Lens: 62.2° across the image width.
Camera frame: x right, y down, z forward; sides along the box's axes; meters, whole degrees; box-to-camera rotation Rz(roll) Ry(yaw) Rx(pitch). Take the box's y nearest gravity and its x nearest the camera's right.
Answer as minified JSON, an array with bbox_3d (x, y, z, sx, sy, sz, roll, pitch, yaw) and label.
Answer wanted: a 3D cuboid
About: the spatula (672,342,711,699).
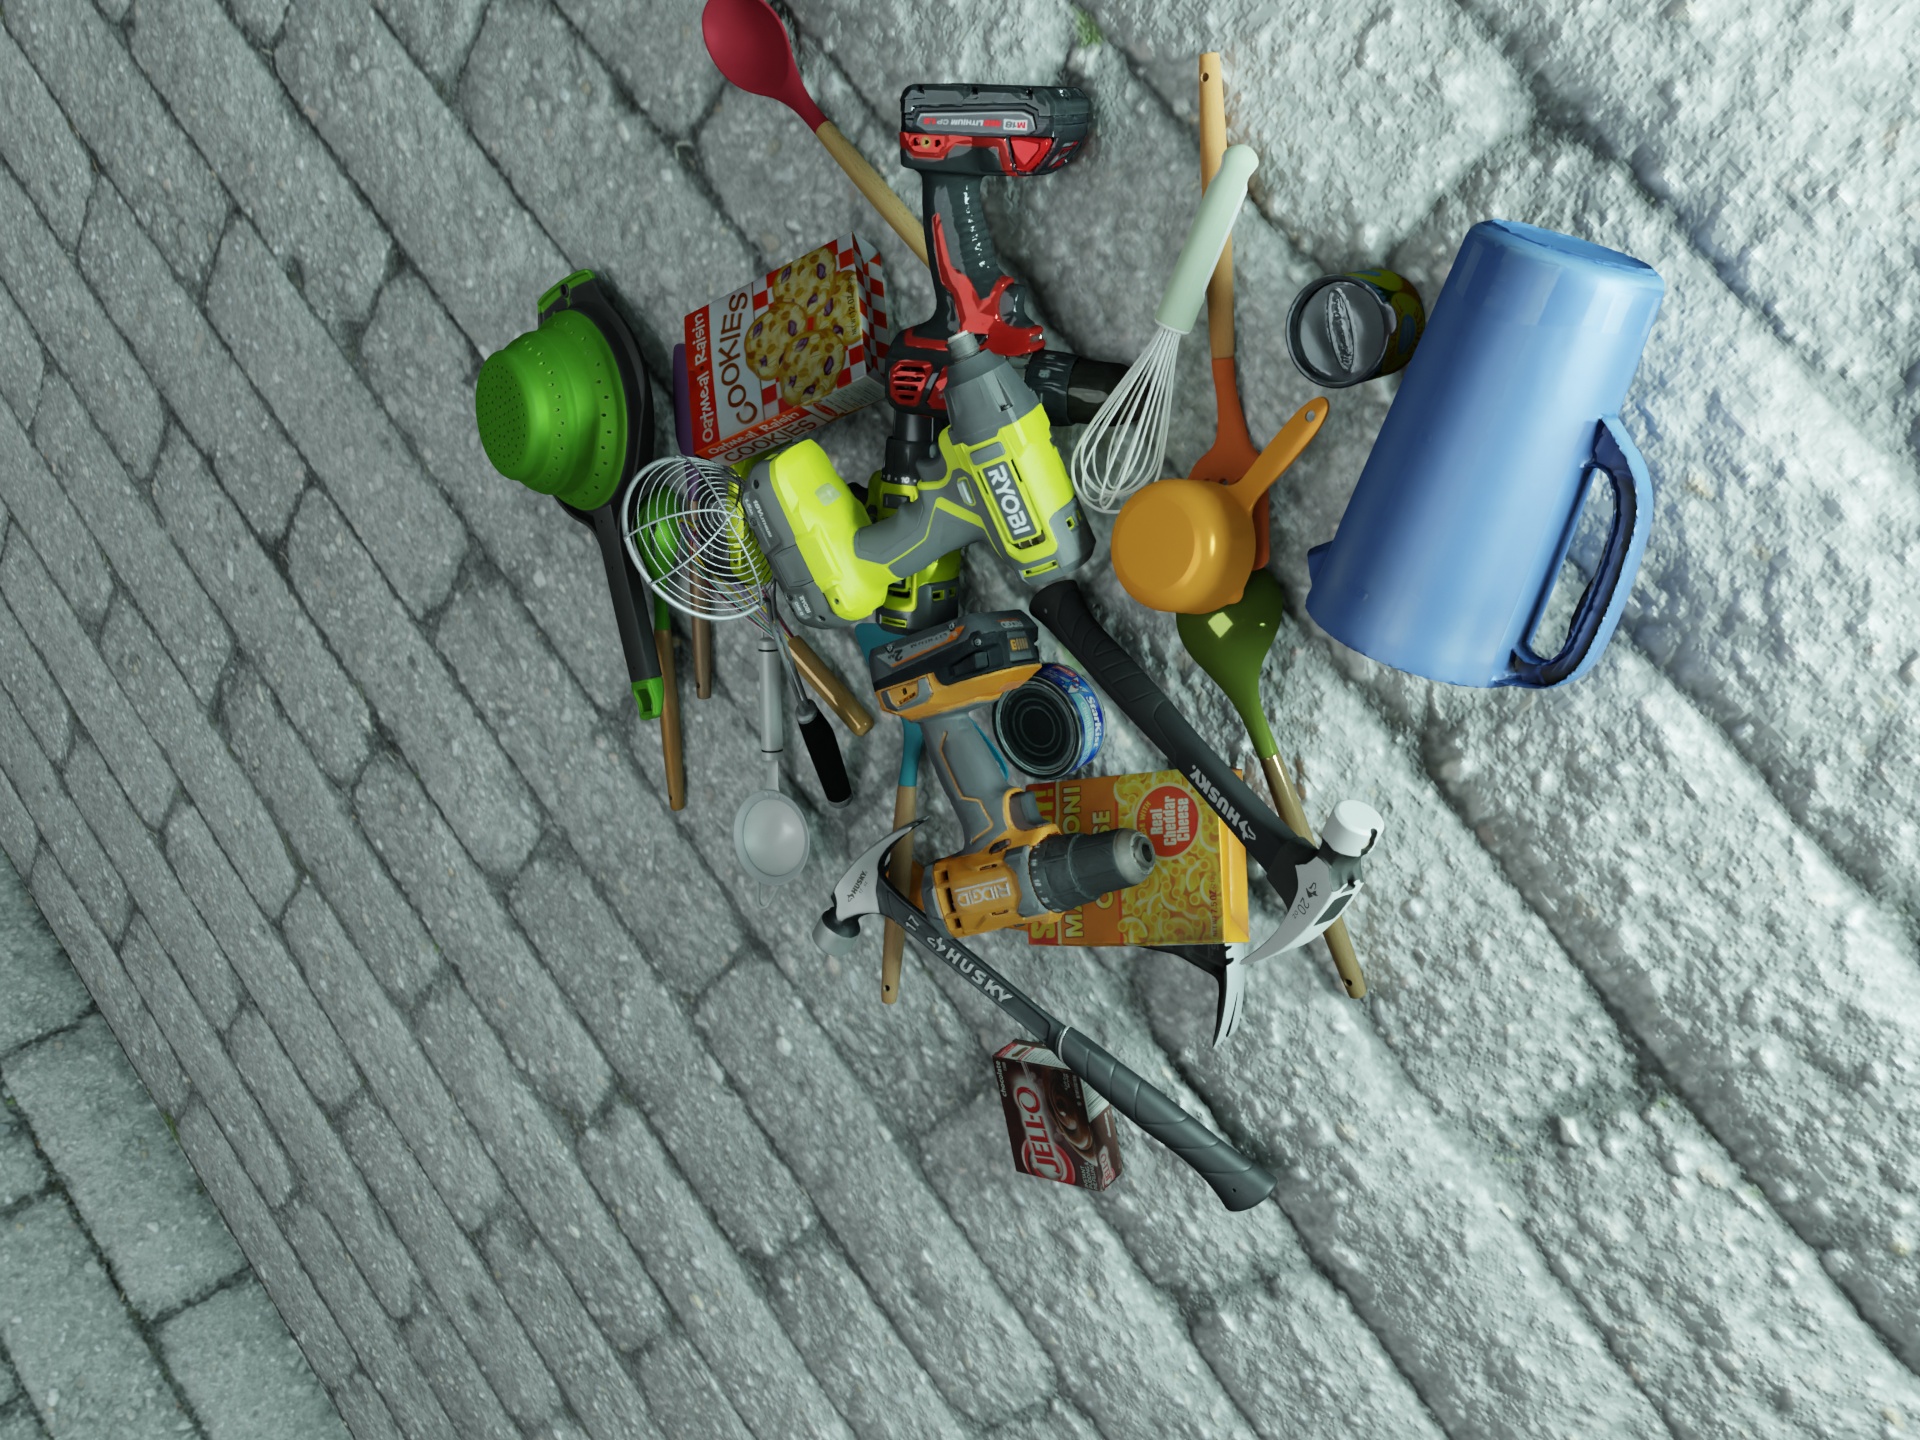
[{"bbox_3d":[-0.229,-0.168,1.394,0.060,0.018,0.315,18,116,37],"label":"spatula"}]

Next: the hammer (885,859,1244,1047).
[{"bbox_3d":[0.070,0.161,1.258,0.337,0.034,0.127,7,109,38],"label":"hammer"}]

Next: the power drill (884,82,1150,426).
[{"bbox_3d":[0.041,-0.307,1.074,0.188,0.080,0.226,10,114,19],"label":"power drill"}]

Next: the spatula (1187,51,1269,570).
[{"bbox_3d":[0.164,-0.258,1.023,0.081,0.041,0.322,7,109,39],"label":"spatula"}]

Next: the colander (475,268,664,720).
[{"bbox_3d":[-0.342,-0.189,1.394,0.204,0.094,0.397,-9,94,50],"label":"colander"}]

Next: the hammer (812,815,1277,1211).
[{"bbox_3d":[0.069,0.234,1.231,0.409,0.036,0.149,37,118,14],"label":"hammer"}]

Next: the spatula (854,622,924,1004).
[{"bbox_3d":[-0.052,0.079,1.297,0.082,0.044,0.317,8,98,24],"label":"spatula"}]

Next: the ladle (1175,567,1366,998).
[{"bbox_3d":[0.225,0.042,1.090,0.078,0.062,0.320,-13,104,41],"label":"ladle"}]

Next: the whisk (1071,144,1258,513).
[{"bbox_3d":[0.133,-0.244,1.015,0.059,0.058,0.246,21,116,-1],"label":"whisk"}]

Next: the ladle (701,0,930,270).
[{"bbox_3d":[-0.086,-0.422,1.179,0.315,0.031,0.069,51,133,10],"label":"ladle"}]

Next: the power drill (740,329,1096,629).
[{"bbox_3d":[-0.035,-0.160,1.105,0.223,0.080,0.171,-15,108,32],"label":"power drill"}]

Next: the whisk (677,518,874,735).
[{"bbox_3d":[-0.159,-0.081,1.351,0.245,0.051,0.047,48,130,7],"label":"whisk"}]

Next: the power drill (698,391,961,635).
[{"bbox_3d":[-0.096,-0.176,1.245,0.229,0.080,0.190,12,109,34],"label":"power drill"}]

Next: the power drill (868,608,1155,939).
[{"bbox_3d":[0.036,0.036,1.146,0.185,0.084,0.226,-17,86,36],"label":"power drill"}]

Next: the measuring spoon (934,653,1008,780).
[{"bbox_3d":[-0.002,-0.004,1.235,0.042,0.021,0.129,-42,80,21],"label":"measuring spoon"}]

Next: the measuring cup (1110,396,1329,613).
[{"bbox_3d":[0.162,-0.139,1.001,0.173,0.052,0.095,-50,61,34],"label":"measuring cup"}]

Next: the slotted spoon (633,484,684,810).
[{"bbox_3d":[-0.271,-0.060,1.463,0.070,0.031,0.313,24,122,45],"label":"slotted spoon"}]

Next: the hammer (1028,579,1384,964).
[{"bbox_3d":[0.145,0.017,1.081,0.335,0.035,0.146,51,139,36],"label":"hammer"}]

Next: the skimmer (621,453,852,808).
[{"bbox_3d":[-0.162,-0.051,1.250,0.090,0.127,0.362,8,143,19],"label":"skimmer"}]

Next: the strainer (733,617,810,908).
[{"bbox_3d":[-0.163,0.037,1.402,0.087,0.050,0.258,8,105,31],"label":"strainer"}]
